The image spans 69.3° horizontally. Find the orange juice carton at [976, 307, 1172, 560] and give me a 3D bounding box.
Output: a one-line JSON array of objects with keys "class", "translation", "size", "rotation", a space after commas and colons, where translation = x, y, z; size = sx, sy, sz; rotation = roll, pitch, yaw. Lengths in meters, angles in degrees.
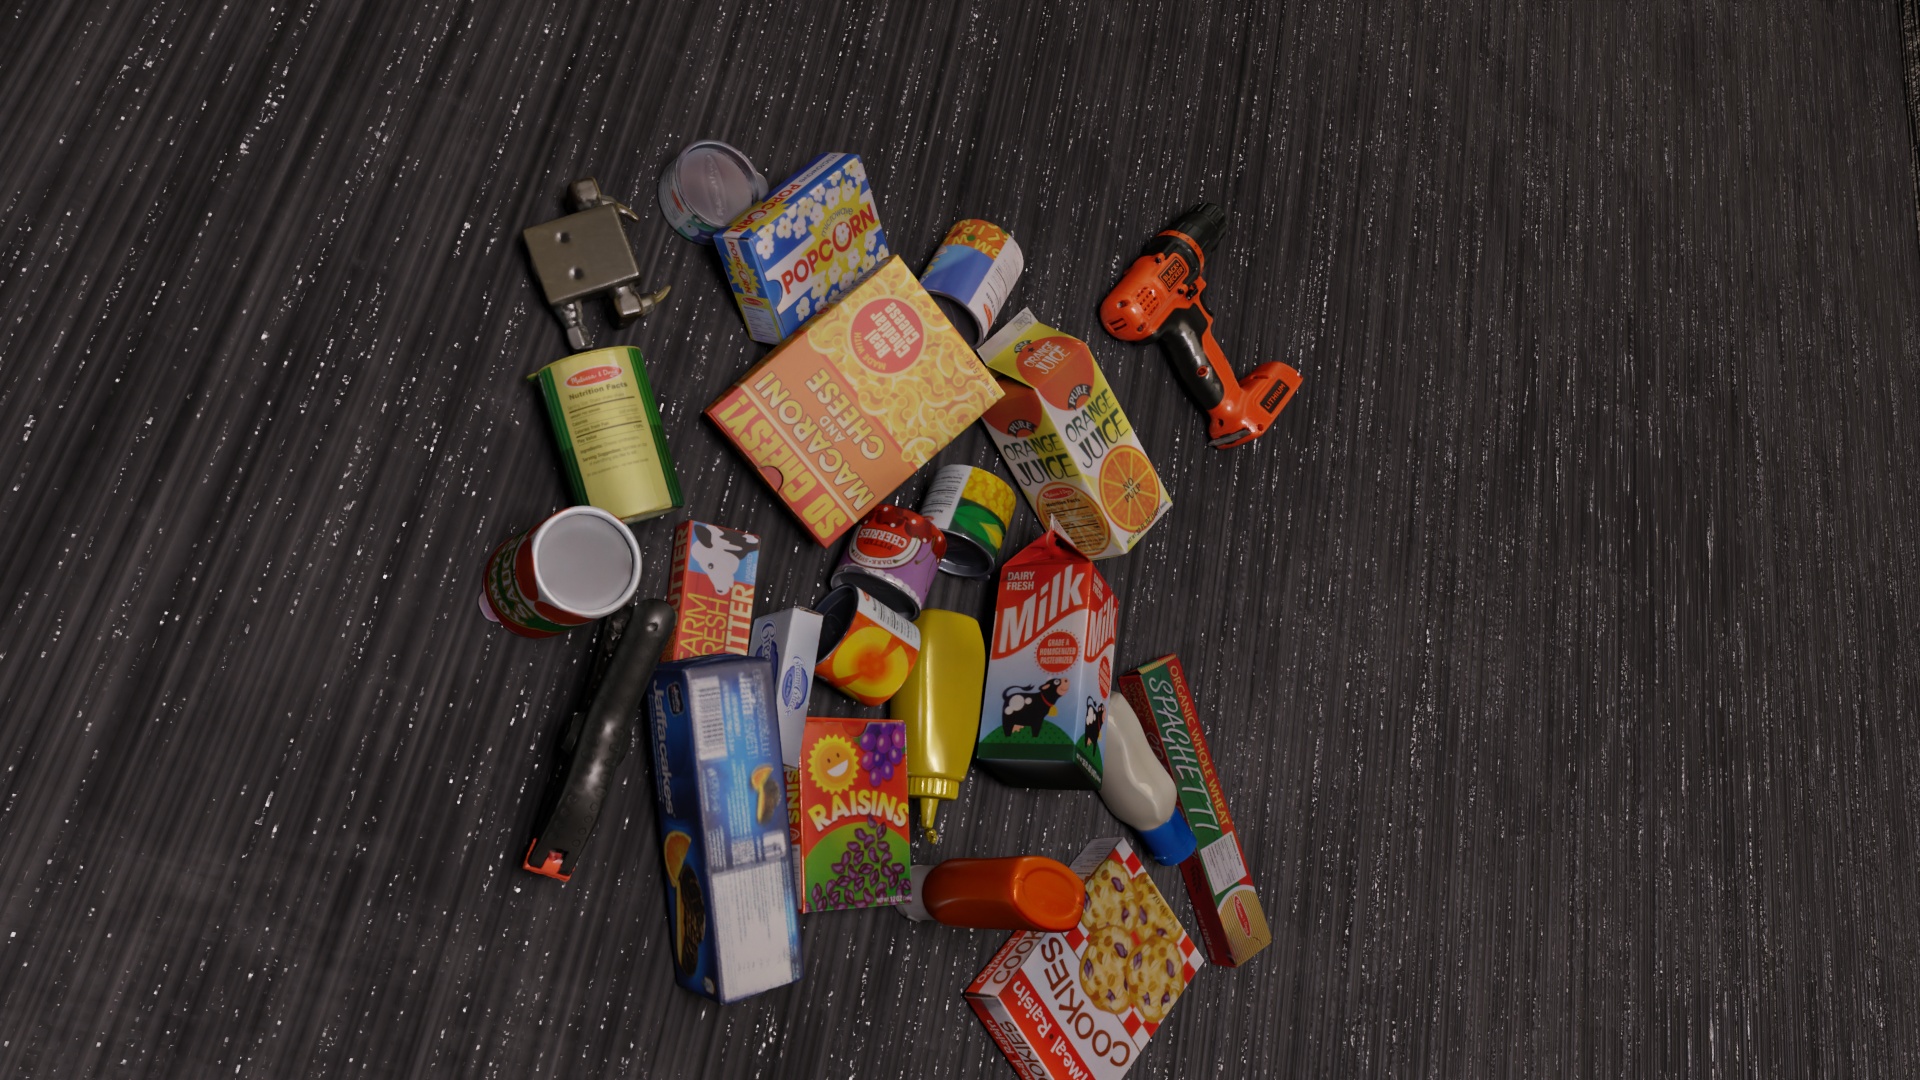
[{"class": "orange juice carton", "translation": [0.079, -0.082, 1.076], "size": [0.072, 0.073, 0.192], "rotation": [-43, 110, -36]}]

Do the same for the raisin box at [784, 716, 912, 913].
[{"class": "raisin box", "translation": [-0.079, 0.181, 0.920], "size": [0.086, 0.040, 0.123], "rotation": [6, 74, -35]}]

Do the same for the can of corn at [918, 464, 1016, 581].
[{"class": "can of corn", "translation": [0.004, -0.013, 1.015], "size": [0.071, 0.071, 0.058], "rotation": [35, 60, -26]}]

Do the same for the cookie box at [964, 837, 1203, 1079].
[{"class": "cookie box", "translation": [0.093, 0.319, 1.015], "size": [0.168, 0.040, 0.122], "rotation": [-41, 104, -38]}]

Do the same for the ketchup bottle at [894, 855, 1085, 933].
[{"class": "ketchup bottle", "translation": [0.011, 0.230, 0.905], "size": [0.064, 0.148, 0.044], "rotation": [30, 62, -29]}]

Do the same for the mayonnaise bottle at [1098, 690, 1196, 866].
[{"class": "mayonnaise bottle", "translation": [0.131, 0.183, 1.067], "size": [0.041, 0.064, 0.147], "rotation": [-45, 110, -37]}]

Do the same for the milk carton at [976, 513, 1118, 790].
[{"class": "milk carton", "translation": [0.068, 0.080, 1.016], "size": [0.072, 0.073, 0.191], "rotation": [52, 41, -55]}]

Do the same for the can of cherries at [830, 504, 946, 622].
[{"class": "can of cherries", "translation": [-0.049, 0.015, 0.965], "size": [0.071, 0.071, 0.058], "rotation": [37, 59, -25]}]

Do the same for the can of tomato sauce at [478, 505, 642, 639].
[{"class": "can of tomato sauce", "translation": [-0.235, 0.020, 0.813], "size": [0.071, 0.083, 0.071], "rotation": [10, 72, -35]}]

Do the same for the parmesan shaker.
[{"class": "parmesan shaker", "translation": [-0.219, -0.061, 0.860], "size": [0.071, 0.071, 0.103], "rotation": [-16, 89, -39]}]

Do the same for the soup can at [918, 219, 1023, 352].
[{"class": "soup can", "translation": [0.000, -0.195, 1.062], "size": [0.071, 0.071, 0.084], "rotation": [41, 56, -22]}]

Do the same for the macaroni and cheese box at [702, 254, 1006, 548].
[{"class": "macaroni and cheese box", "translation": [-0.072, -0.095, 0.949], "size": [0.167, 0.040, 0.123], "rotation": [-41, 106, -7]}]

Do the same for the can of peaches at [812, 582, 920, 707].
[{"class": "can of peaches", "translation": [-0.070, 0.073, 0.939], "size": [0.058, 0.071, 0.071], "rotation": [35, 60, -26]}]

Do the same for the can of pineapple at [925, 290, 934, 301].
[{"class": "can of pineapple", "translation": [-0.055, -0.153, 1.011], "size": [0.071, 0.057, 0.071], "rotation": [10, 72, -36]}]

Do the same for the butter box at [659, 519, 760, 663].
[{"class": "butter box", "translation": [-0.162, 0.042, 0.901], "size": [0.053, 0.024, 0.104], "rotation": [16, 69, -34]}]

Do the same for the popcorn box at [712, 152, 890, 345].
[{"class": "popcorn box", "translation": [-0.108, -0.206, 0.975], "size": [0.127, 0.038, 0.084], "rotation": [-49, 138, -35]}]

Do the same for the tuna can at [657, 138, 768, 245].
[{"class": "tuna can", "translation": [-0.171, -0.240, 0.961], "size": [0.071, 0.032, 0.071], "rotation": [10, 73, -35]}]

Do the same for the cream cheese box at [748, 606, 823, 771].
[{"class": "cream cheese box", "translation": [-0.120, 0.098, 0.901], "size": [0.024, 0.053, 0.104], "rotation": [21, 66, -34]}]

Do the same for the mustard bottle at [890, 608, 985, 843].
[{"class": "mustard bottle", "translation": [-0.020, 0.130, 0.971], "size": [0.065, 0.048, 0.160], "rotation": [18, 69, -38]}]

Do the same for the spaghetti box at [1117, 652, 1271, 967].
[{"class": "spaghetti box", "translation": [0.189, 0.216, 1.121], "size": [0.050, 0.028, 0.250], "rotation": [-18, 90, -39]}]
